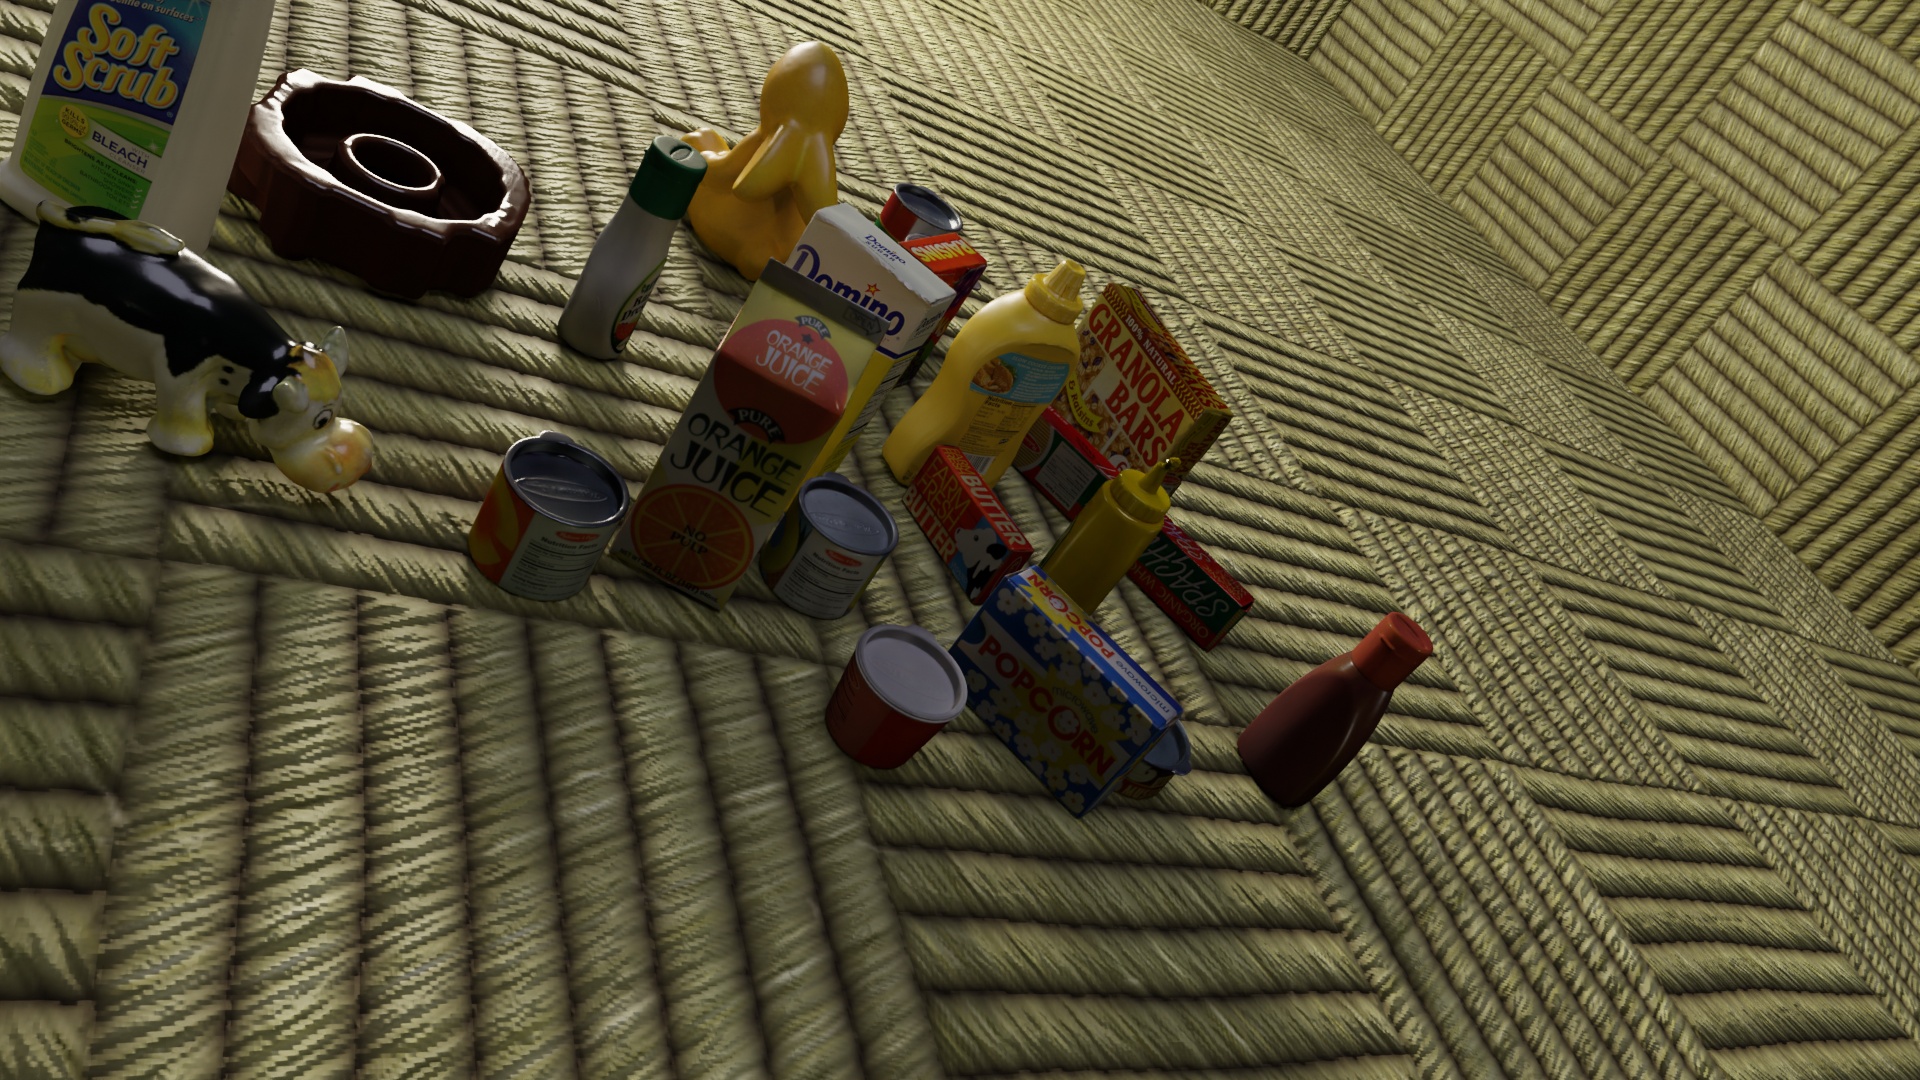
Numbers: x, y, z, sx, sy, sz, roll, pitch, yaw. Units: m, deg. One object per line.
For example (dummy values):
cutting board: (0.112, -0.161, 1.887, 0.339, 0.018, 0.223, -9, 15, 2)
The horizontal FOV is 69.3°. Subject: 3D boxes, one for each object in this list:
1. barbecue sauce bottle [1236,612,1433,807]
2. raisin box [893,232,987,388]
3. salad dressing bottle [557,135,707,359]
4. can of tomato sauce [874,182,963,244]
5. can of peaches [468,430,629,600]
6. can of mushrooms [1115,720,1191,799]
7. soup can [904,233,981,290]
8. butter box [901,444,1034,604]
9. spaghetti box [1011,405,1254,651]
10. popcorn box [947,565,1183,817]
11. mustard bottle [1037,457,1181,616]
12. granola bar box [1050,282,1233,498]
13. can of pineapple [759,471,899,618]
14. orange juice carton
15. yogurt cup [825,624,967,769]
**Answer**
barbecue sauce bottle: (0.249, 0.110, 0.920, 0.044, 0.147, 0.065, 2, 44, -44)
raisin box: (-0.042, -0.167, 1.038, 0.040, 0.122, 0.086, 43, 31, 12)
salad dressing bottle: (-0.206, -0.183, 0.875, 0.044, 0.147, 0.064, 33, 31, -5)
can of tomato sauce: (-0.047, -0.254, 1.192, 0.071, 0.082, 0.071, 25, 32, -17)
can of peaches: (-0.214, -0.013, 0.720, 0.071, 0.057, 0.071, 25, 32, -17)
can of mushrooms: (0.109, 0.128, 0.869, 0.071, 0.033, 0.071, 25, 32, -17)
soup can: (-0.033, -0.192, 1.120, 0.071, 0.083, 0.072, 25, 32, -17)
butter box: (0.003, -0.012, 0.938, 0.024, 0.053, 0.104, 0, 46, -45)
spaghetti box: (0.118, -0.019, 1.064, 0.250, 0.050, 0.029, 45, 32, 15)
popcorn box: (0.057, 0.089, 0.822, 0.127, 0.084, 0.038, 45, 32, 15)
mustard bottle: (0.093, 0.001, 0.904, 0.049, 0.159, 0.065, 38, 30, 4)
granola bar box: (0.137, -0.112, 1.138, 0.039, 0.123, 0.166, 8, 40, -38)
can of pineapple: (-0.079, 0.003, 0.831, 0.071, 0.057, 0.071, 25, 32, -17)
orange juice carton: (-0.114, -0.061, 0.754, 0.072, 0.191, 0.073, 29, 31, -12)
yogurt cup: (-0.038, 0.088, 0.760, 0.072, 0.053, 0.073, 25, 32, -17)
